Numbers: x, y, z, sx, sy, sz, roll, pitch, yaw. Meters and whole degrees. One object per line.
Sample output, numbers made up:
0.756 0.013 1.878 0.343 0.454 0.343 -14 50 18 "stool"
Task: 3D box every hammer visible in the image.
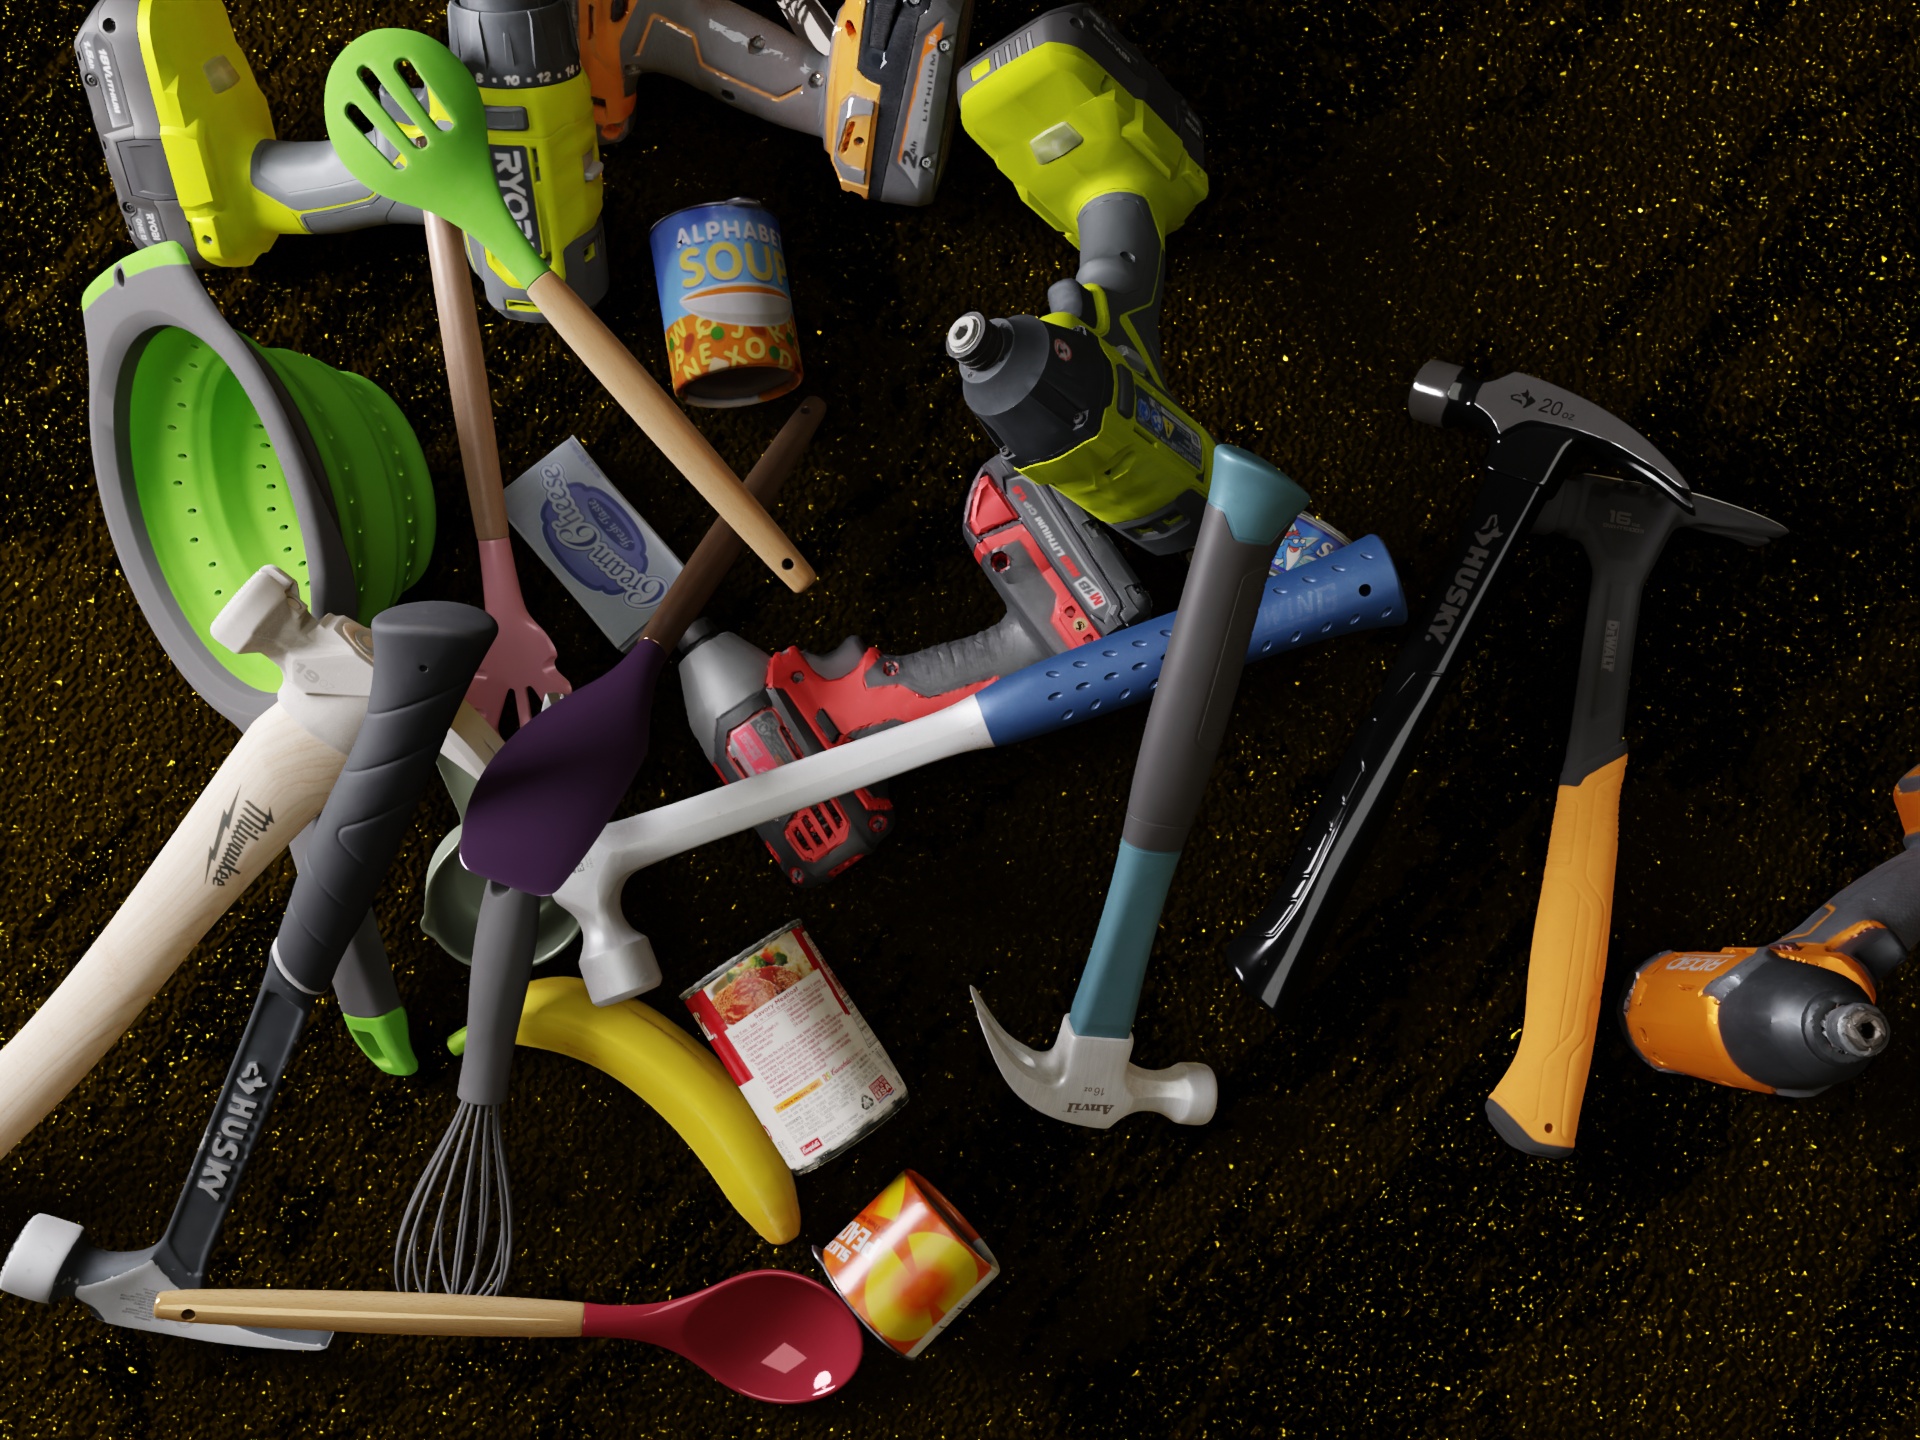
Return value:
0.223 -0.008 0.773 0.146 0.035 0.335 26 90 33 "hammer"
0.318 0.047 0.787 0.127 0.034 0.337 11 84 2 "hammer"
0.089 0.041 0.701 0.128 0.033 0.330 6 114 -15 "hammer"
-0.371 0.118 0.720 0.146 0.038 0.410 40 107 -19 "hammer"
-0.287 0.124 0.689 0.149 0.036 0.408 24 112 -14 "hammer"
-0.001 -0.002 0.721 0.405 0.035 0.144 -20 88 4 "hammer"

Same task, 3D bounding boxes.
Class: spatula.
-0.131 -0.050 0.726 0.060 0.018 0.316 19 53 10 "spatula"

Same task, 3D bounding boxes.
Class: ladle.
-0.201 0.277 0.734 0.315 0.031 0.069 8 100 -14 "ladle"

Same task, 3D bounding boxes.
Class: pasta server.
-0.228 -0.113 0.759 0.060 0.040 0.316 -7 105 -7 "pasta server"

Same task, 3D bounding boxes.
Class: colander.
-0.299 -0.026 0.769 0.204 0.094 0.397 -3 105 42 "colander"

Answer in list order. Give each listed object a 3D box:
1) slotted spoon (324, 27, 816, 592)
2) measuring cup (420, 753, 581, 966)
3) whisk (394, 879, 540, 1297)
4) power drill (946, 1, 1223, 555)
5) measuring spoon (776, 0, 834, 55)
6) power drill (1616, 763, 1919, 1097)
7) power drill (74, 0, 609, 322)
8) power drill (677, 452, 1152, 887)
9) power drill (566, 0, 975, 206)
-0.172 -0.181 0.722 0.070 0.031 0.313 -40 100 4 "slotted spoon"
-0.229 0.039 0.755 0.083 0.038 0.167 -17 113 -13 "measuring cup"
-0.227 0.175 0.751 0.055 0.055 0.239 11 96 1 "whisk"
0.056 -0.206 0.731 0.080 0.171 0.223 -19 60 36 "power drill"
-0.086 -0.380 0.845 0.034 0.018 0.124 -34 92 7 "measuring spoon"
0.427 0.092 0.718 0.226 0.164 0.084 -32 85 -5 "power drill"
-0.287 -0.295 0.763 0.228 0.080 0.190 4 127 4 "power drill"
-0.028 -0.034 0.778 0.219 0.078 0.143 -35 85 0 "power drill"
-0.108 -0.354 0.762 0.226 0.185 0.084 13 46 0 "power drill"
